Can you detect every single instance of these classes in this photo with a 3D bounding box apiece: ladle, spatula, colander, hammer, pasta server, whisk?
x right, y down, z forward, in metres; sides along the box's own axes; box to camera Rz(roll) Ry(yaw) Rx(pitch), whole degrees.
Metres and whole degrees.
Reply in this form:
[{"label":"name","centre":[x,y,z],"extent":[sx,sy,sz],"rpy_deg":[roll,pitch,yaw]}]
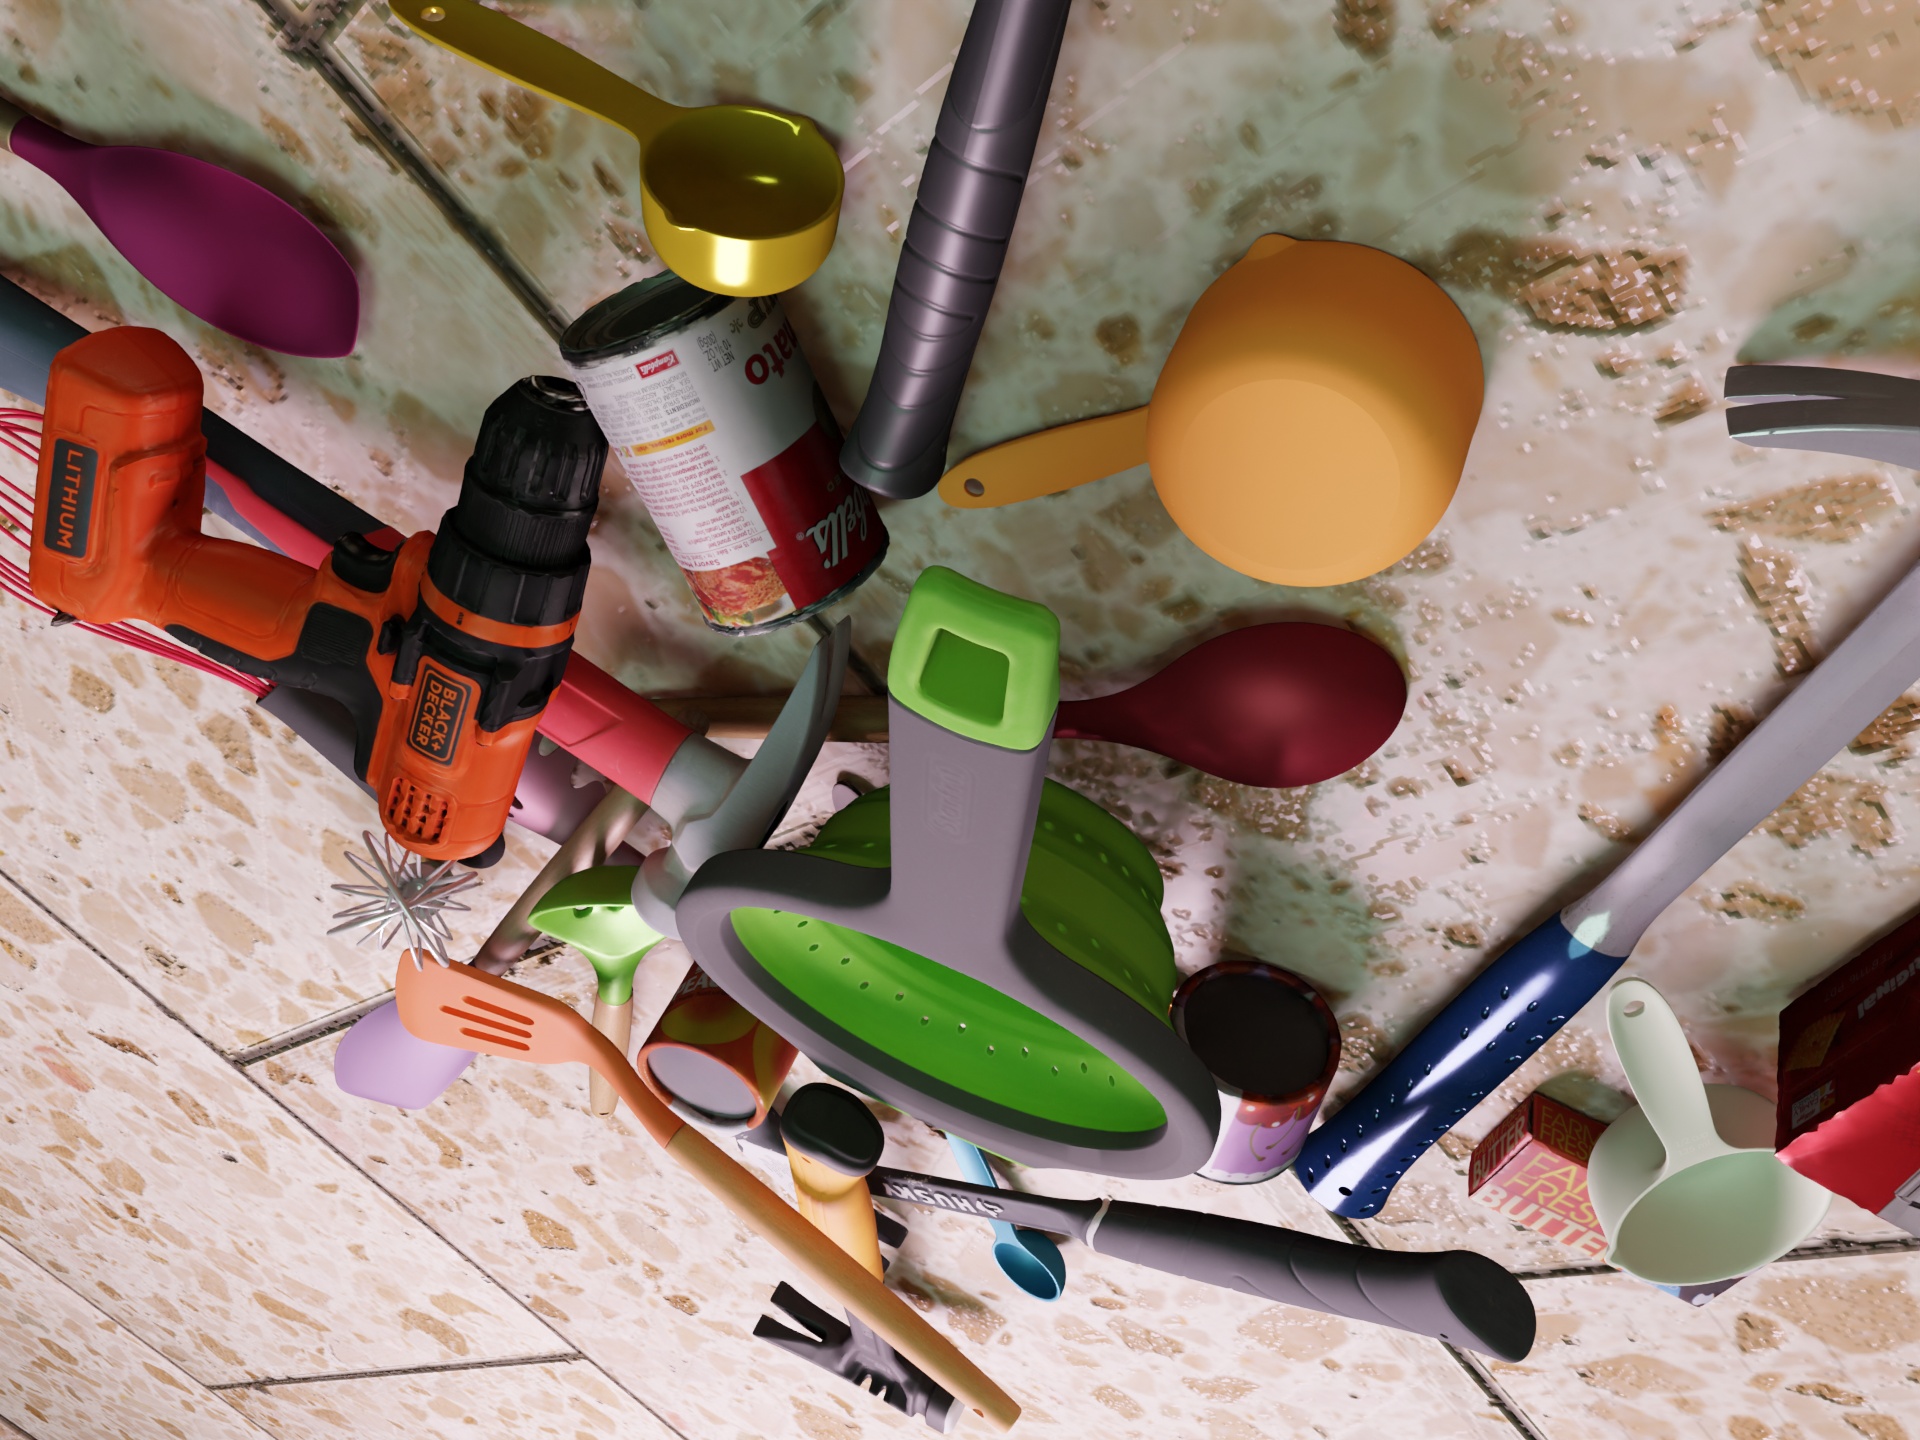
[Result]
[{"label":"ladle","centre":[-0.001,-0.002,0.575],"extent":[0.315,0.031,0.069],"rpy_deg":[0,131,29]},{"label":"spatula","centre":[-0.197,0.093,0.695],"extent":[0.059,0.018,0.316],"rpy_deg":[26,128,-28]},{"label":"colander","centre":[0.011,0.040,0.504],"extent":[0.204,0.094,0.396],"rpy_deg":[23,154,9]},{"label":"hammer","centre":[-0.059,0.262,0.777],"extent":[0.127,0.034,0.336],"rpy_deg":[21,145,18]},{"label":"hammer","centre":[-0.224,-0.076,0.592],"extent":[0.386,0.038,0.143],"rpy_deg":[33,118,3]},{"label":"hammer","centre":[0.016,-0.166,0.366],"extent":[0.035,0.146,0.334],"rpy_deg":[27,148,2]},{"label":"pasta server","centre":[-0.104,0.088,0.711],"extent":[0.316,0.040,0.060],"rpy_deg":[39,136,-16]},{"label":"spatula","centre":[-0.110,0.201,0.682],"extent":[0.323,0.041,0.081],"rpy_deg":[37,140,10]},{"label":"hammer","centre":[0.208,0.060,0.518],"extent":[0.144,0.035,0.405],"rpy_deg":[26,136,2]},{"label":"whisk","centre":[-0.313,-0.029,0.688],"extent":[0.073,0.073,0.295],"rpy_deg":[-23,123,39]},{"label":"hammer","centre":[0.048,0.221,0.693],"extent":[0.409,0.036,0.149],"rpy_deg":[-5,130,44]},{"label":"whisk","centre":[-0.230,0.073,0.674],"extent":[0.059,0.058,0.246],"rpy_deg":[60,164,-4]}]

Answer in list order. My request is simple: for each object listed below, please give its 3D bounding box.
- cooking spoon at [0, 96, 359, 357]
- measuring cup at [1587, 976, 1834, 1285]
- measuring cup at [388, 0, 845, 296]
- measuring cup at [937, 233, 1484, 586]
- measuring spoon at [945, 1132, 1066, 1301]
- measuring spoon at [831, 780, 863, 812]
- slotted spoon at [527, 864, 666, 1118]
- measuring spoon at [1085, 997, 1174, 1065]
[{"label":"cooking spoon","centre":[-0.350,-0.218,0.557],"extent":[0.319,0.017,0.068],"rpy_deg":[28,135,-1]},{"label":"measuring cup","centre":[0.238,0.129,0.536],"extent":[0.083,0.038,0.167],"rpy_deg":[-26,123,13]},{"label":"measuring cup","centre":[-0.103,-0.170,0.462],"extent":[0.156,0.062,0.029],"rpy_deg":[31,147,13]},{"label":"measuring cup","centre":[0.059,-0.073,0.457],"extent":[0.173,0.052,0.095],"rpy_deg":[-10,124,31]},{"label":"measuring spoon","centre":[0.022,0.236,0.791],"extent":[0.042,0.021,0.128],"rpy_deg":[0,122,45]},{"label":"measuring spoon","centre":[-0.018,0.072,0.663],"extent":[0.034,0.018,0.124],"rpy_deg":[-14,115,36]},{"label":"slotted spoon","centre":[-0.166,0.136,0.749],"extent":[0.070,0.031,0.313],"rpy_deg":[0,150,-14]},{"label":"measuring spoon","centre":[0.069,0.143,0.686],"extent":[0.021,0.011,0.116],"rpy_deg":[25,140,4]}]
